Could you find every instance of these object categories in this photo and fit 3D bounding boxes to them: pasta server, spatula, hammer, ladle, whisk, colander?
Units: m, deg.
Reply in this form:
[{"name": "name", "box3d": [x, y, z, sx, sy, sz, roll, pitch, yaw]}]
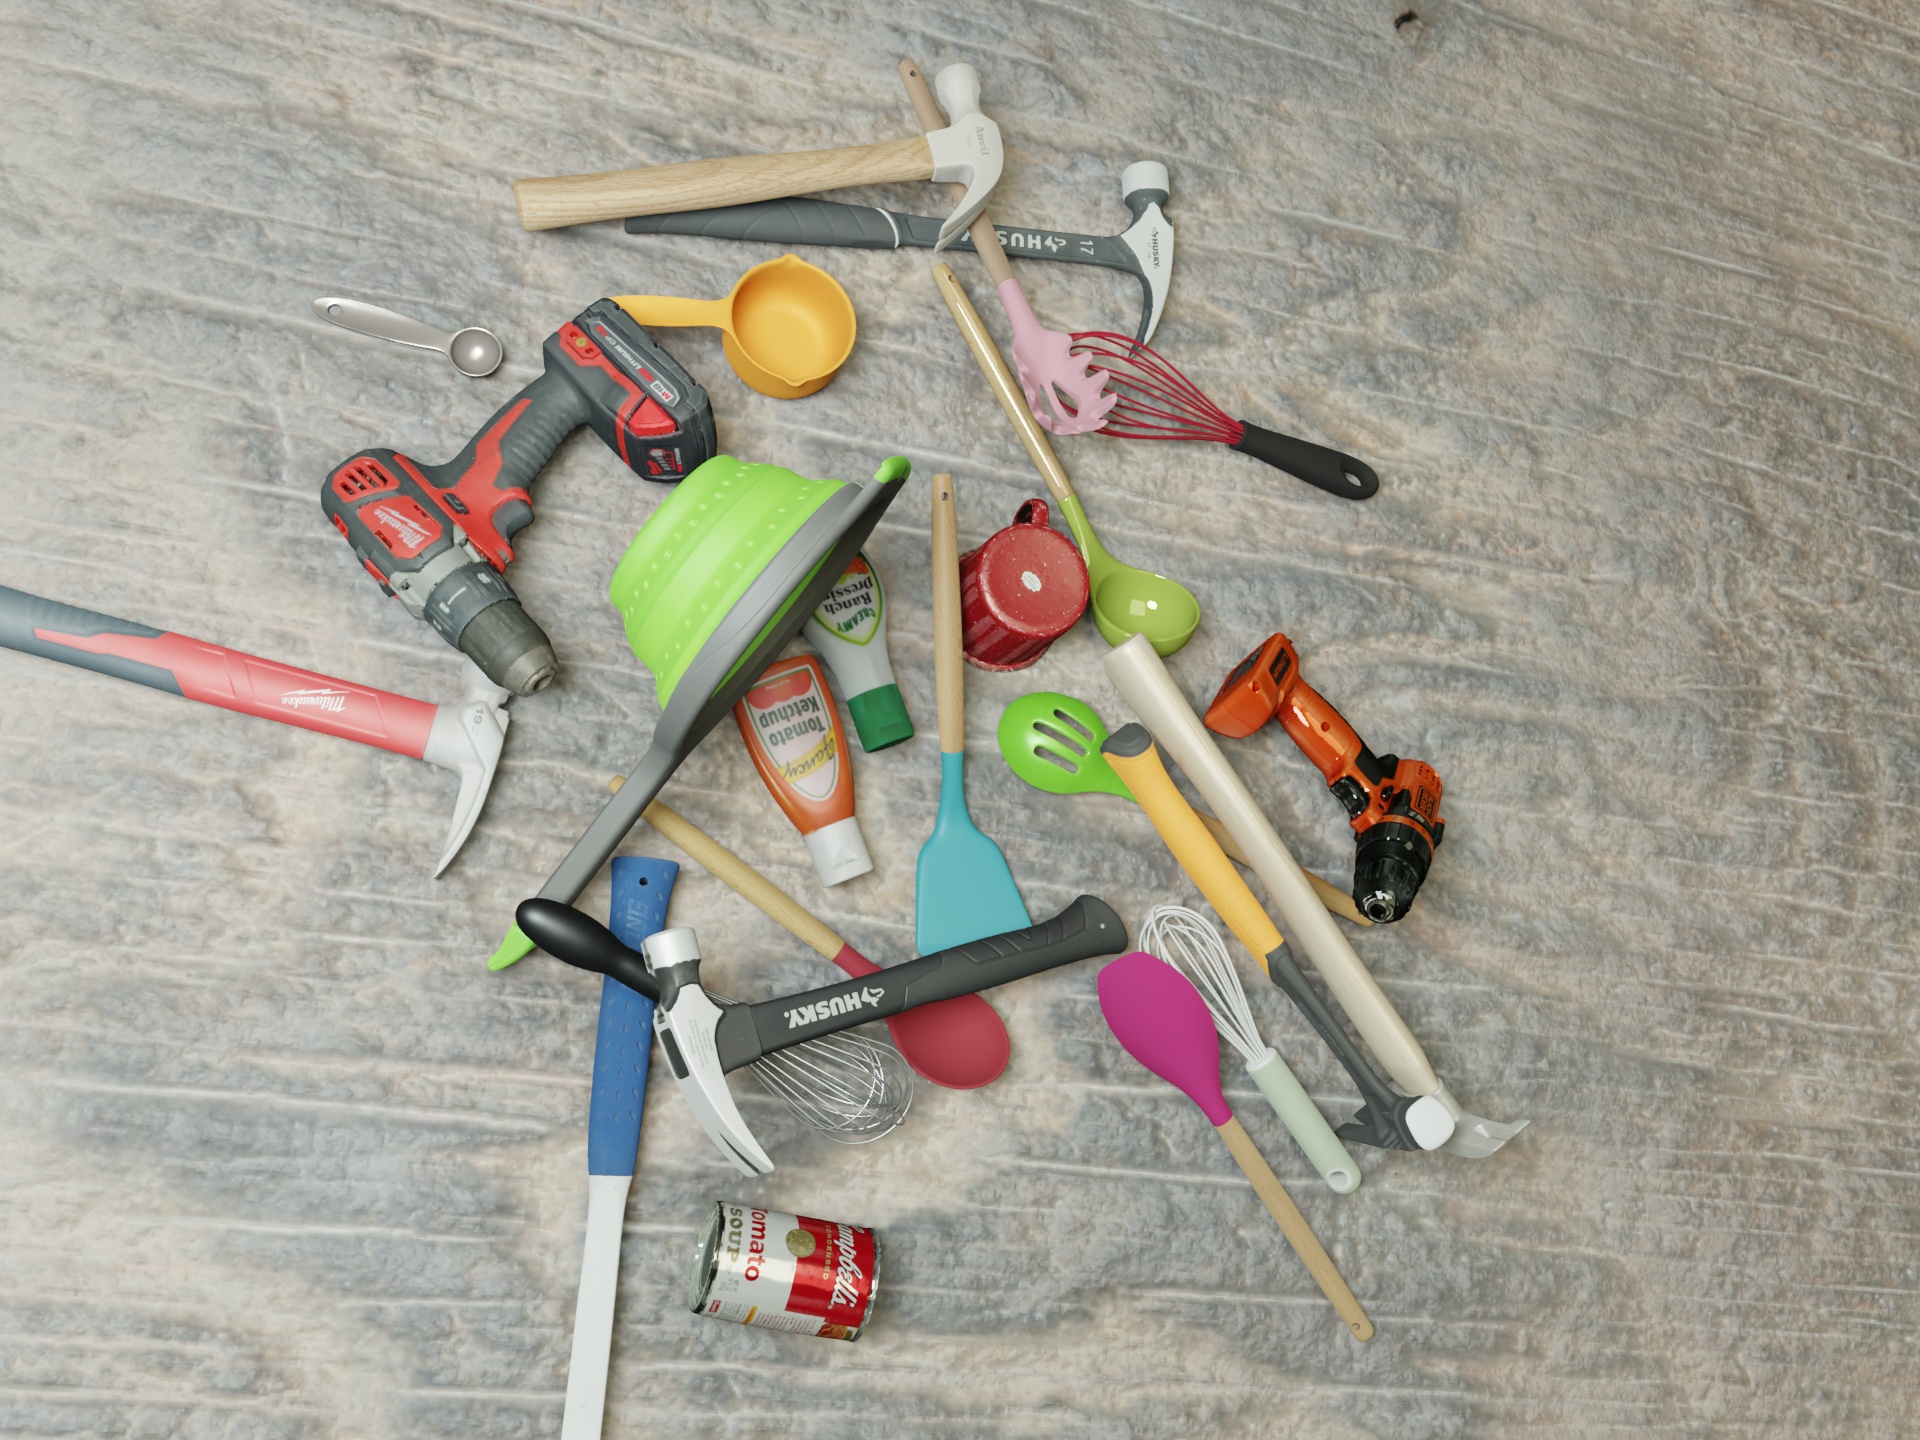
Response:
[{"name": "pasta server", "box3d": [0.023, -0.334, 1.116, 0.060, 0.040, 0.316, -20, 80, -17]}, {"name": "spatula", "box3d": [-0.002, -0.003, 1.056, 0.082, 0.044, 0.317, -6, 101, -15]}, {"name": "hammer", "box3d": [-0.131, -0.365, 1.075, 0.331, 0.031, 0.130, -11, 75, -12]}, {"name": "hammer", "box3d": [-0.027, 0.170, 0.991, 0.334, 0.035, 0.146, -10, 76, -35]}, {"name": "ladle", "box3d": [-0.100, 0.135, 1.033, 0.315, 0.031, 0.069, 38, 55, -5]}, {"name": "whisk", "box3d": [0.189, -0.218, 1.182, 0.295, 0.073, 0.073, 16, 75, -21]}, {"name": "hammer", "box3d": [-0.217, 0.284, 0.954, 0.144, 0.035, 0.406, 4, 75, -4]}, {"name": "hammer", "box3d": [0.201, 0.146, 1.083, 0.034, 0.127, 0.337, -34, 87, -16]}, {"name": "hammer", "box3d": [-0.470, -0.019, 0.943, 0.386, 0.038, 0.143, 16, 76, -14]}, {"name": "ladle", "box3d": [0.069, -0.185, 1.121, 0.078, 0.062, 0.320, -32, 94, -36]}, {"name": "colander", "box3d": [-0.187, -0.023, 0.940, 0.094, 0.204, 0.397, 39, 100, -2]}, {"name": "hammer", "box3d": [0.227, 0.116, 1.071, 0.038, 0.146, 0.410, -35, 92, -14]}, {"name": "hammer", "box3d": [-0.035, -0.348, 1.147, 0.408, 0.036, 0.149, 0, 80, -17]}, {"name": "whisk", "box3d": [0.204, 0.228, 1.103, 0.058, 0.059, 0.246, -33, 96, 23]}, {"name": "whisk", "box3d": [-0.144, 0.179, 0.964, 0.284, 0.070, 0.070, 34, 71, -23]}]

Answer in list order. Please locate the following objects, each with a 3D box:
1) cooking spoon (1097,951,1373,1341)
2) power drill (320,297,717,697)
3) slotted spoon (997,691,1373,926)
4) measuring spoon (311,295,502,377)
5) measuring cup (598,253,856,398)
[{"name": "cooking spoon", "box3d": [0.194, 0.294, 1.087, 0.069, 0.017, 0.319, -32, 96, 21]}, {"name": "power drill", "box3d": [-0.257, -0.137, 0.995, 0.227, 0.080, 0.188, -41, 77, -18]}, {"name": "slotted spoon", "box3d": [0.167, 0.070, 1.131, 0.313, 0.031, 0.070, 29, 76, -11]}, {"name": "measuring spoon", "box3d": [-0.361, -0.251, 1.039, 0.124, 0.018, 0.034, 16, 75, -7]}, {"name": "measuring cup", "box3d": [-0.161, -0.265, 1.082, 0.173, 0.052, 0.095, 0, 79, -16]}]
